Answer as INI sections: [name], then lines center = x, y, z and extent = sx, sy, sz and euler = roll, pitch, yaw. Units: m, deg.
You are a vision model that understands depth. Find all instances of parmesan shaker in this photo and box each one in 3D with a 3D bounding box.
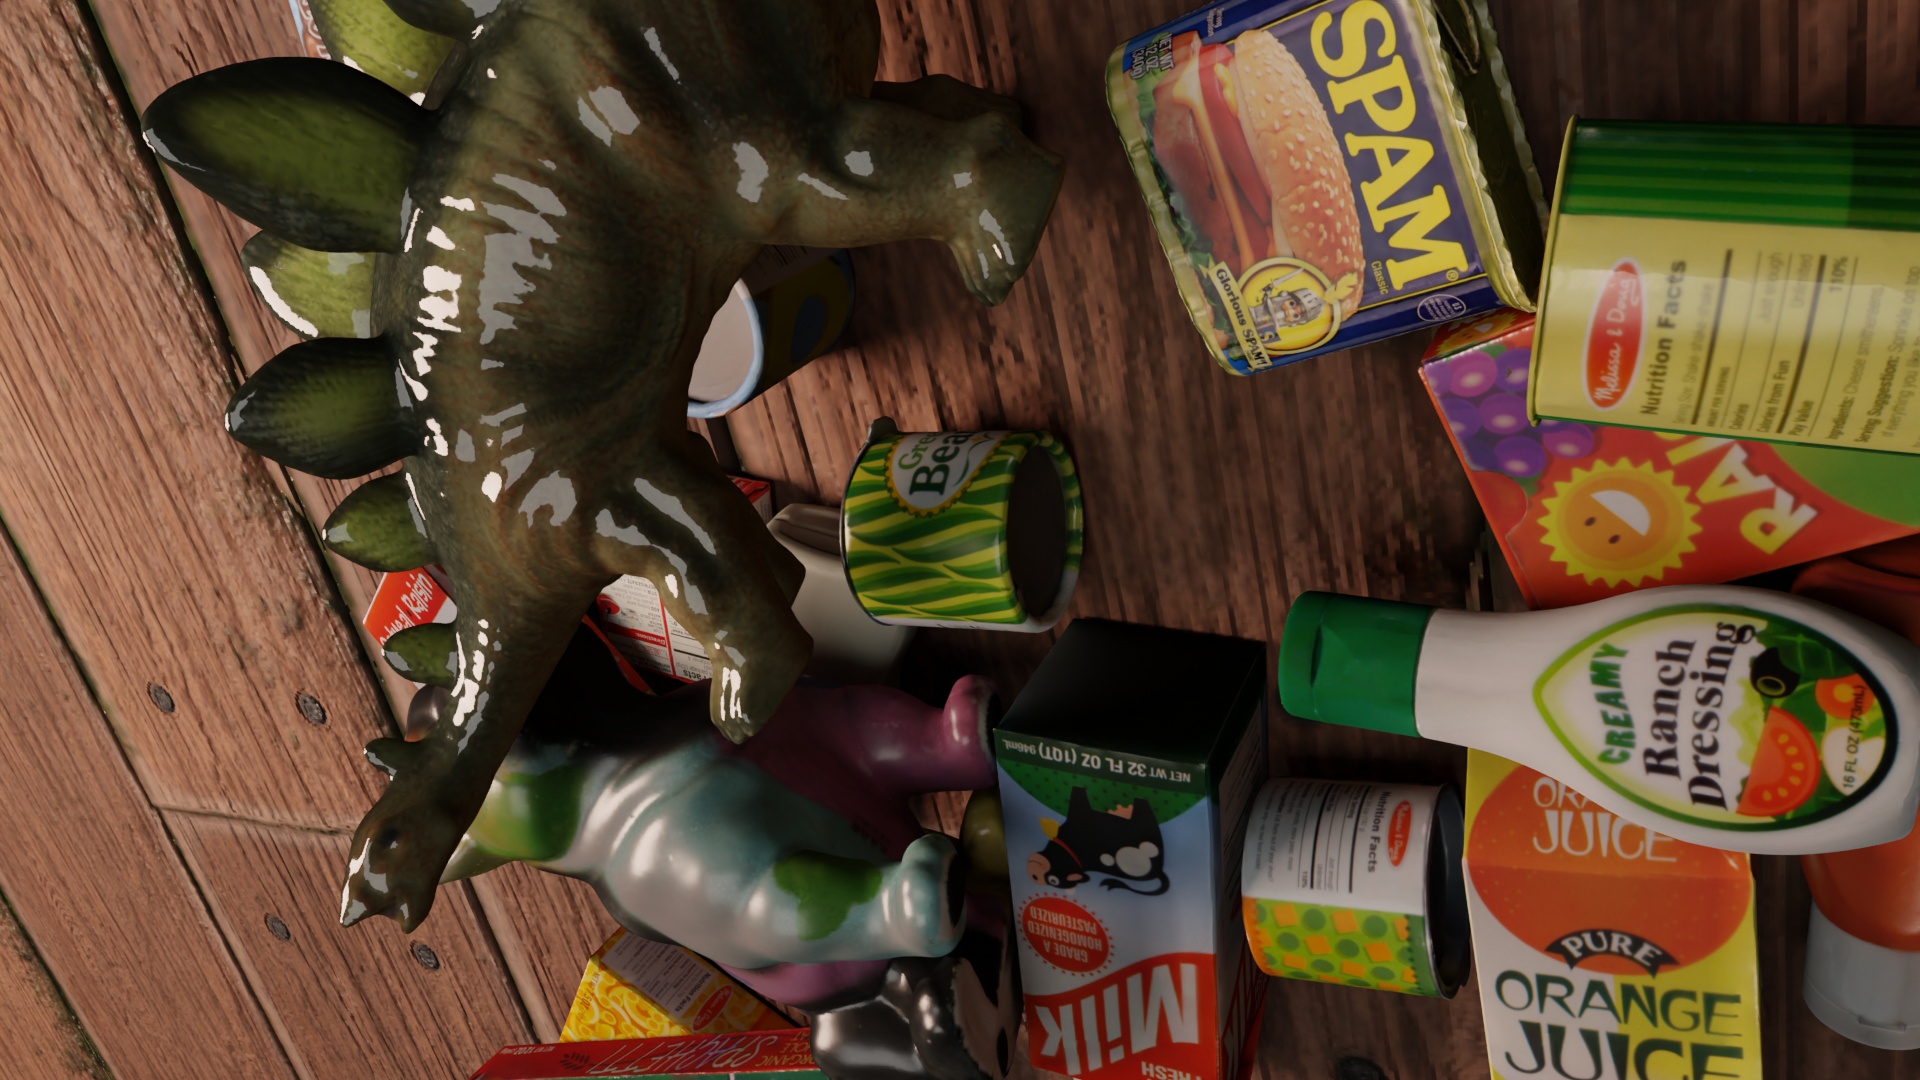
[parmesan shaker]
center = 0.176, -0.050, 0.287
extent = 0.103, 0.072, 0.071
euler = 9, 120, 23

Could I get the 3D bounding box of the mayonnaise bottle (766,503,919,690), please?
[mayonnaise bottle]
center = -0.049, 0.059, 0.534
extent = 0.065, 0.041, 0.147
euler = 16, 124, 13

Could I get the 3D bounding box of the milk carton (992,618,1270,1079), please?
[milk carton]
center = 0.066, 0.130, 0.489
extent = 0.072, 0.074, 0.189
euler = 6, 118, 25

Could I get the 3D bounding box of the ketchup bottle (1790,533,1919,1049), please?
[ketchup bottle]
center = 0.254, 0.069, 0.372
extent = 0.065, 0.044, 0.148
euler = 5, 118, 28

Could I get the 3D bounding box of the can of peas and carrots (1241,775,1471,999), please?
[can of peas and carrots]
center = 0.130, 0.112, 0.450
extent = 0.058, 0.071, 0.070
euler = -3, 114, 30

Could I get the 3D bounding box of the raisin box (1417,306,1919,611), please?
[raisin box]
center = 0.193, -0.035, 0.352
extent = 0.123, 0.040, 0.086
euler = -21, 105, 36

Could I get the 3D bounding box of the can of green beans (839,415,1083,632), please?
[can of green beans]
center = 0.002, -0.004, 0.456
extent = 0.058, 0.071, 0.071
euler = 1, 116, 28

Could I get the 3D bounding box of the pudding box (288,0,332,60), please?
[pudding box]
center = -0.208, -0.177, 0.499
extent = 0.049, 0.030, 0.083
euler = 6, 118, 27

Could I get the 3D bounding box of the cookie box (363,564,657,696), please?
[cookie box]
center = -0.177, 0.070, 0.590
extent = 0.167, 0.040, 0.122
euler = 50, 145, -4

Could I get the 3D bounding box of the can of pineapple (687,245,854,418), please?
[can of pineapple]
center = -0.078, -0.079, 0.463
extent = 0.071, 0.058, 0.070
euler = 13, 121, 22

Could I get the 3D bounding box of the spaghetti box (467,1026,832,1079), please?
[spaghetti box]
center = -0.134, 0.258, 0.643
extent = 0.249, 0.029, 0.050
euler = -17, 106, 34

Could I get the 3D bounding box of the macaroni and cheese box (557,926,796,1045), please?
[macaroni and cheese box]
center = -0.121, 0.278, 0.692
extent = 0.166, 0.040, 0.123
euler = 33, 127, 9

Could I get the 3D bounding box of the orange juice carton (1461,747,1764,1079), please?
[orange juice carton]
center = 0.197, 0.119, 0.412
extent = 0.072, 0.073, 0.192
euler = -2, 114, 30

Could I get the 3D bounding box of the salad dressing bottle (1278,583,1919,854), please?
[salad dressing bottle]
center = 0.158, 0.040, 0.357
extent = 0.147, 0.044, 0.064
euler = 6, 88, 31
